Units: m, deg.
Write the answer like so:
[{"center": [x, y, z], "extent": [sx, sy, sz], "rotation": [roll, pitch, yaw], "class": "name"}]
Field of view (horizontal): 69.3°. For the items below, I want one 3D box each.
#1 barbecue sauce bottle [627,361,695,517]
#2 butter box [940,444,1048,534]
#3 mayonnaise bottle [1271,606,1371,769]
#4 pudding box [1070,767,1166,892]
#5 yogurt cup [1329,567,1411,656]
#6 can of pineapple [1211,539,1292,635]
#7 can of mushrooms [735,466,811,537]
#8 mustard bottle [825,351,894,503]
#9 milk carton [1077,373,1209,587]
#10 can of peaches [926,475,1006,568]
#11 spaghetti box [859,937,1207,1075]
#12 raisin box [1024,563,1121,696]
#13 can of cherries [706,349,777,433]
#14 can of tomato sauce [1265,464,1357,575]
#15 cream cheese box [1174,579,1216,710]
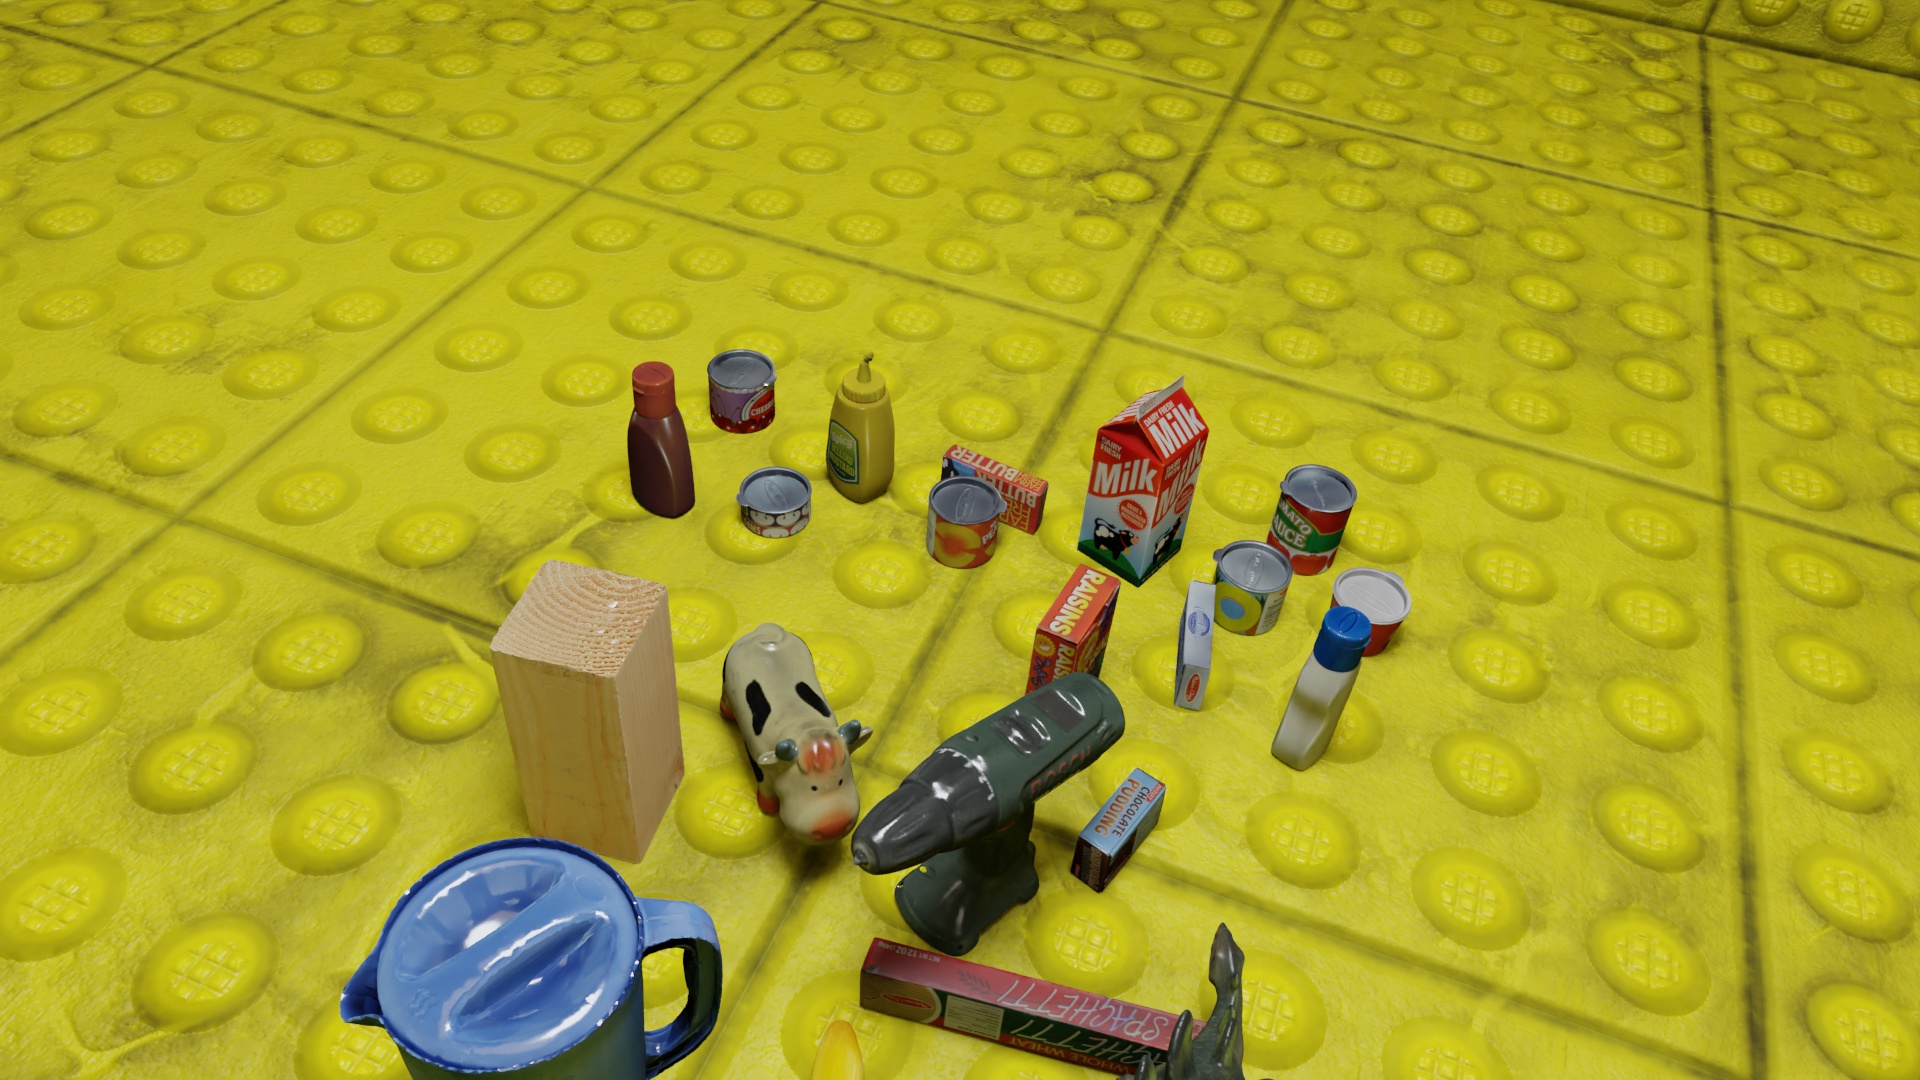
[{"center": [-0.273, -0.092, 1.252], "extent": [0.065, 0.147, 0.044], "rotation": [29, 48, 23], "class": "barbecue sauce bottle"}, {"center": [0.031, -0.048, 1.311], "extent": [0.103, 0.052, 0.024], "rotation": [23, 45, 17], "class": "butter box"}, {"center": [0.286, 0.114, 1.095], "extent": [0.041, 0.147, 0.065], "rotation": [30, 48, 24], "class": "mayonnaise bottle"}, {"center": [0.119, 0.216, 1.039], "extent": [0.030, 0.049, 0.084], "rotation": [29, 48, 23], "class": "pudding box"}, {"center": [0.357, 0.065, 1.225], "extent": [0.072, 0.053, 0.073], "rotation": [3, 43, -3], "class": "yogurt cup"}, {"center": [0.255, 0.041, 1.236], "extent": [0.071, 0.057, 0.071], "rotation": [3, 43, -3], "class": "can of pineapple"}, {"center": [-0.173, -0.035, 1.287], "extent": [0.071, 0.033, 0.071], "rotation": [3, 43, -3], "class": "can of mushrooms"}, {"center": [-0.092, -0.110, 1.284], "extent": [0.049, 0.159, 0.065], "rotation": [-31, 54, -33], "class": "mustard bottle"}, {"center": [0.164, -0.058, 1.236], "extent": [0.073, 0.189, 0.073], "rotation": [33, 49, 26], "class": "milk carton"}, {"center": [0.005, -0.016, 1.269], "extent": [0.071, 0.057, 0.071], "rotation": [3, 43, -3], "class": "can of peaches"}, {"center": [0.056, 0.318, 0.922], "extent": [0.250, 0.049, 0.029], "rotation": [12, 43, 7], "class": "spaghetti box"}, {"center": [0.088, 0.092, 1.115], "extent": [0.040, 0.122, 0.086], "rotation": [23, 45, 17], "class": "raisin box"}, {"center": [-0.216, -0.147, 1.385], "extent": [0.071, 0.058, 0.072], "rotation": [3, 43, -3], "class": "can of cherries"}, {"center": [0.323, -0.018, 1.290], "extent": [0.071, 0.082, 0.071], "rotation": [3, 43, -3], "class": "can of tomato sauce"}, {"center": [0.199, 0.088, 1.183], "extent": [0.024, 0.053, 0.104], "rotation": [10, 43, 4], "class": "cream cheese box"}]
